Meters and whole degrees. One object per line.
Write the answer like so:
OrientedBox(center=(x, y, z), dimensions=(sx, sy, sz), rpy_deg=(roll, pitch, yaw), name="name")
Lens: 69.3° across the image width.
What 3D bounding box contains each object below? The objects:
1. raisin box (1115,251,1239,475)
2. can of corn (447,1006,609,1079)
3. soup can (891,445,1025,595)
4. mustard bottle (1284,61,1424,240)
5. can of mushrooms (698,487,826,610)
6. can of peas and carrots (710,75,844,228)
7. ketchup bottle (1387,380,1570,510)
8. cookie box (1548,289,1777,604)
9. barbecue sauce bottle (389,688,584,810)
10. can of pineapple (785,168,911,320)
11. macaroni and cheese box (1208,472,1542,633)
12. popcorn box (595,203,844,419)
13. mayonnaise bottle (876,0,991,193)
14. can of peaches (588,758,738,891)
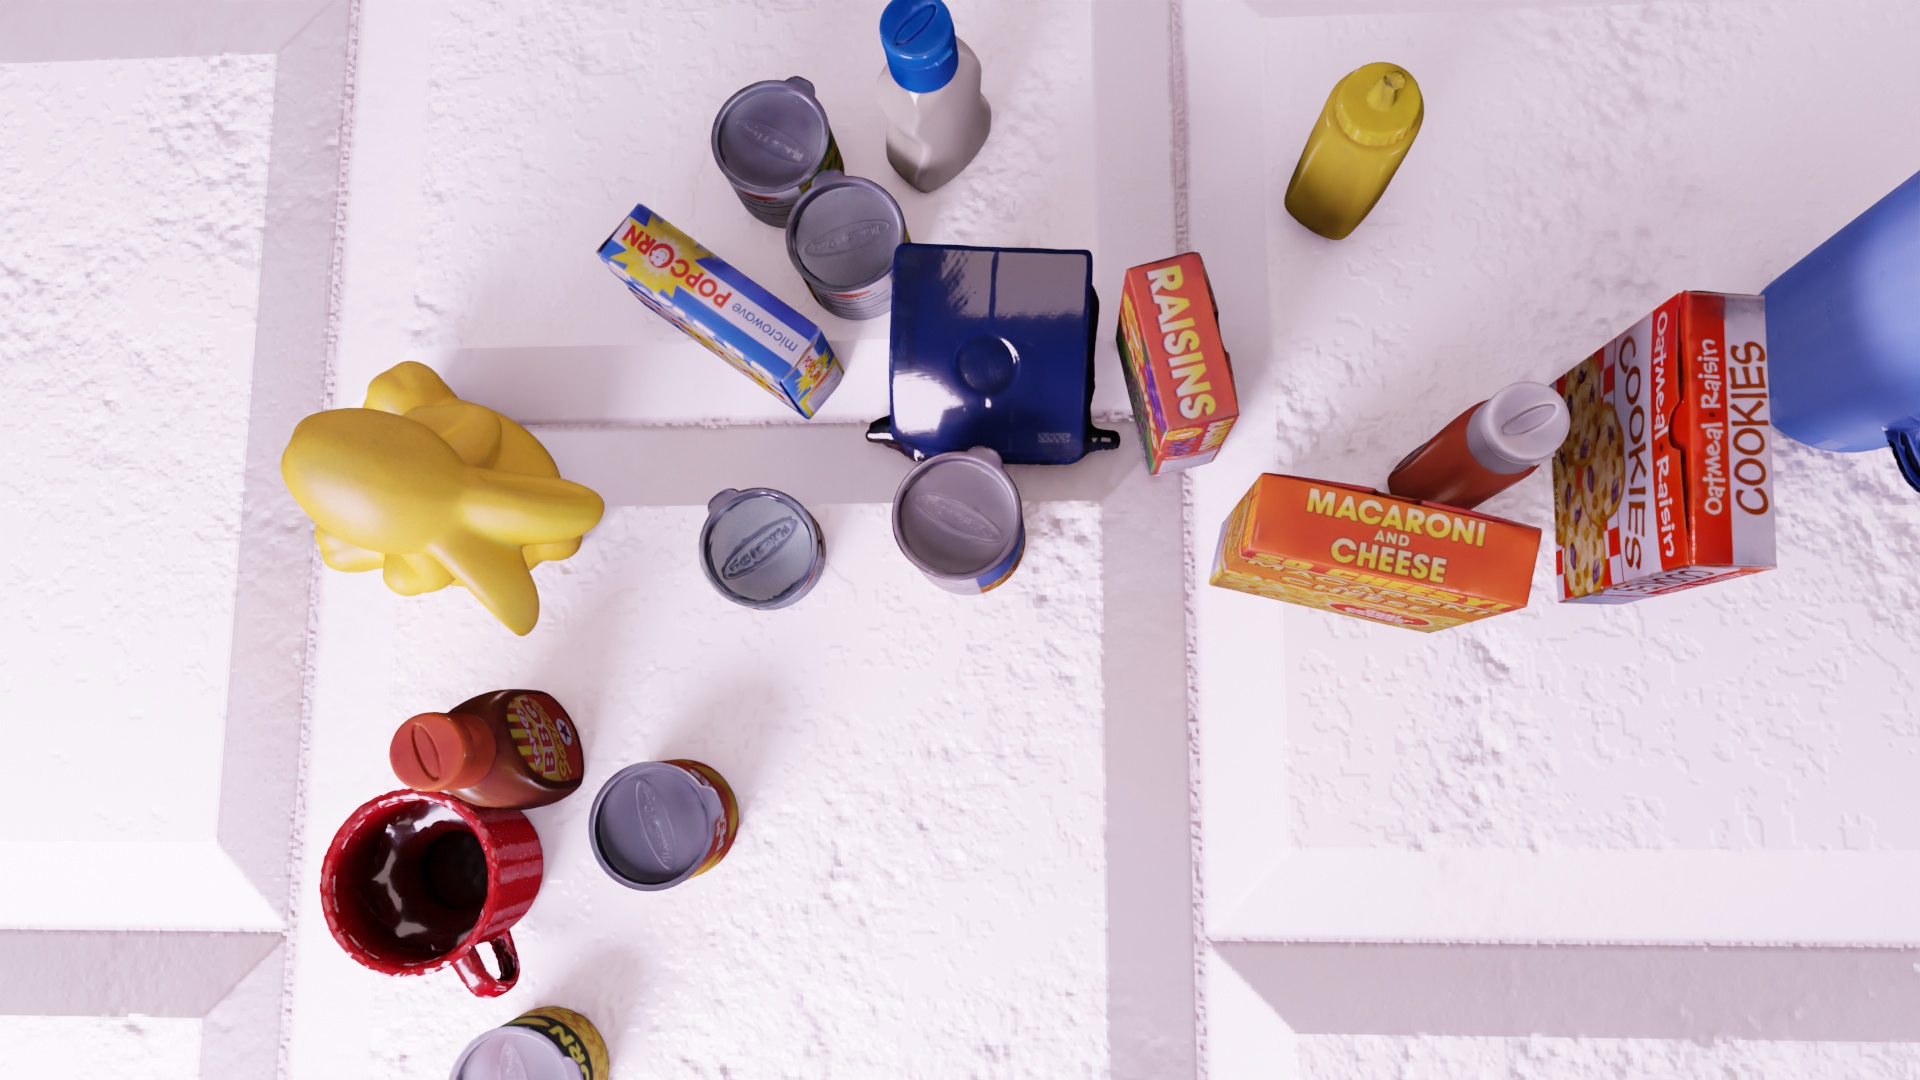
OrientedBox(center=(0.111, -0.088, 0.722), dimensions=(0.040, 0.123, 0.086), rpy_deg=(-12, 81, 3), name="raisin box")
OrientedBox(center=(-0.221, 0.281, 0.724), dimensions=(0.071, 0.058, 0.071), rpy_deg=(-1, 82, 4), name="can of corn")
OrientedBox(center=(0.003, -0.009, 0.739), dimensions=(0.071, 0.083, 0.071), rpy_deg=(-1, 82, 4), name="soup can")
OrientedBox(center=(0.206, -0.207, 0.715), dimensions=(0.049, 0.160, 0.065), rpy_deg=(33, 86, 8), name="mustard bottle")
OrientedBox(center=(-0.110, 0.004, 0.770), dimensions=(0.071, 0.033, 0.071), rpy_deg=(-1, 82, 4), name="can of mushrooms")
OrientedBox(center=(-0.101, -0.220, 0.790), dimensions=(0.071, 0.058, 0.071), rpy_deg=(-1, 82, 4), name="can of peas and carrots")
OrientedBox(center=(0.260, -0.043, 0.692), dimensions=(0.065, 0.148, 0.043), rpy_deg=(-28, 81, 0), name="ketchup bottle")
OrientedBox(center=(0.335, -0.037, 0.677), dimensions=(0.040, 0.167, 0.123), rpy_deg=(1, 82, 4), name="cookie box")
OrientedBox(center=(-0.239, 0.107, 0.706), dimensions=(0.044, 0.148, 0.065), rpy_deg=(-24, 81, 1), name="barbecue sauce bottle")
OrientedBox(center=(-0.060, -0.164, 0.779), dimensions=(0.071, 0.058, 0.071), rpy_deg=(-1, 82, 4), name="can of pineapple")
OrientedBox(center=(0.193, 0.009, 0.680), dimensions=(0.124, 0.166, 0.040), rpy_deg=(12, 83, 6), name="macaroni and cheese box")
OrientedBox(center=(-0.129, -0.124, 0.764), dimensions=(0.127, 0.085, 0.038), rpy_deg=(35, 86, 8), name="popcorn box")
OrientedBox(center=(-0.016, -0.240, 0.742), dimensions=(0.041, 0.148, 0.065), rpy_deg=(44, 87, 8), name="mayonnaise bottle")
OrientedBox(center=(-0.154, 0.149, 0.739), dimensions=(0.071, 0.058, 0.071), rpy_deg=(-1, 82, 4), name="can of peaches")
